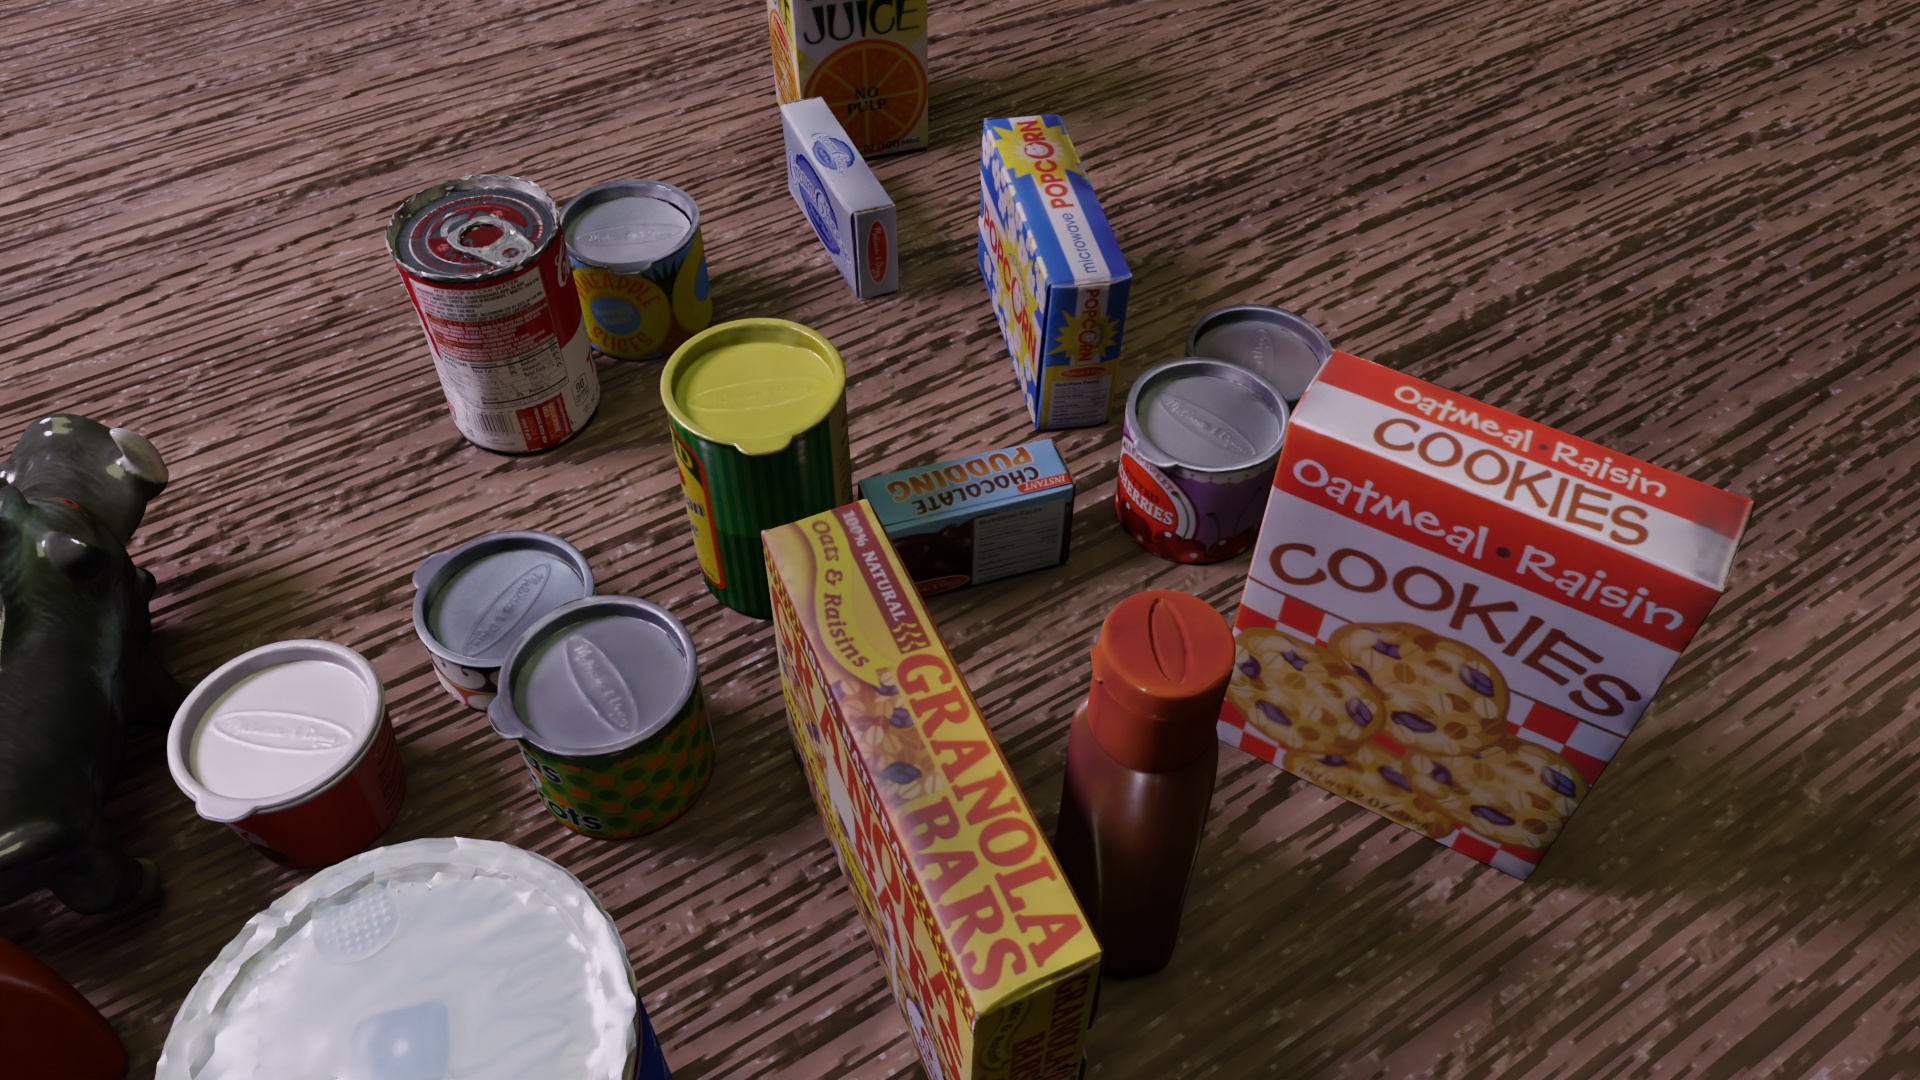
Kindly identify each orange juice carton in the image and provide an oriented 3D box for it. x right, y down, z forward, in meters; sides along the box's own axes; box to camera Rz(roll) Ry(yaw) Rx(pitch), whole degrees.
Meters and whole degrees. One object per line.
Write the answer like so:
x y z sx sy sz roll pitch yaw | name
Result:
-0.061 -0.296 0.712 0.072 0.191 0.073 -14 51 -12 | orange juice carton

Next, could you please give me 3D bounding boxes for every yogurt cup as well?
-0.226 0.076 0.478 0.072 0.053 0.073 1 49 -1 | yogurt cup

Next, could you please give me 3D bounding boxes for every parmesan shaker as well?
-0.074 -0.023 0.534 0.071 0.102 0.072 1 49 -1 | parmesan shaker

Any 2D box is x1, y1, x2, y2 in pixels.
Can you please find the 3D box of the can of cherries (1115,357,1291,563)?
0.096 -0.032 0.575 0.071 0.058 0.072 1 49 -1 | can of cherries

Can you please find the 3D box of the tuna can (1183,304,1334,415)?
0.135 -0.073 0.628 0.071 0.032 0.071 1 49 -1 | tuna can

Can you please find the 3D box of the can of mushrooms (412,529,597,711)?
-0.173 0.030 0.532 0.071 0.033 0.071 1 49 -1 | can of mushrooms

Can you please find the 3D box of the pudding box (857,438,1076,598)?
0.002 -0.007 0.557 0.084 0.049 0.030 -14 51 -12 | pudding box

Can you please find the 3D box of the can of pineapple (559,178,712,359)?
-0.153 -0.126 0.651 0.071 0.057 0.071 1 49 -1 | can of pineapple

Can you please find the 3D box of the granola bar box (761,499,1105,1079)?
-0.013 0.088 0.425 0.039 0.123 0.166 -18 52 -16 | granola bar box

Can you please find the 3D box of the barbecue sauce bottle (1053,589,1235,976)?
0.053 0.074 0.422 0.044 0.147 0.065 -2 49 -3 | barbecue sauce bottle

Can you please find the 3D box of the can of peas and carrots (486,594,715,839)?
-0.124 0.064 0.487 0.071 0.058 0.071 1 49 -1 | can of peas and carrots

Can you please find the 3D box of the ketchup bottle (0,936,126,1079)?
-0.286 0.127 0.369 0.043 0.148 0.065 30 55 23 | ketchup bottle

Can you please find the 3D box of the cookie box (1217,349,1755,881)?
0.155 0.030 0.451 0.123 0.166 0.040 24 53 19 | cookie box

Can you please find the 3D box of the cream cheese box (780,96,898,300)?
-0.061 -0.173 0.697 0.024 0.053 0.104 -18 52 -16 | cream cheese box

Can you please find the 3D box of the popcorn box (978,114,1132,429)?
0.040 -0.124 0.636 0.038 0.084 0.127 -8 50 -8 | popcorn box
